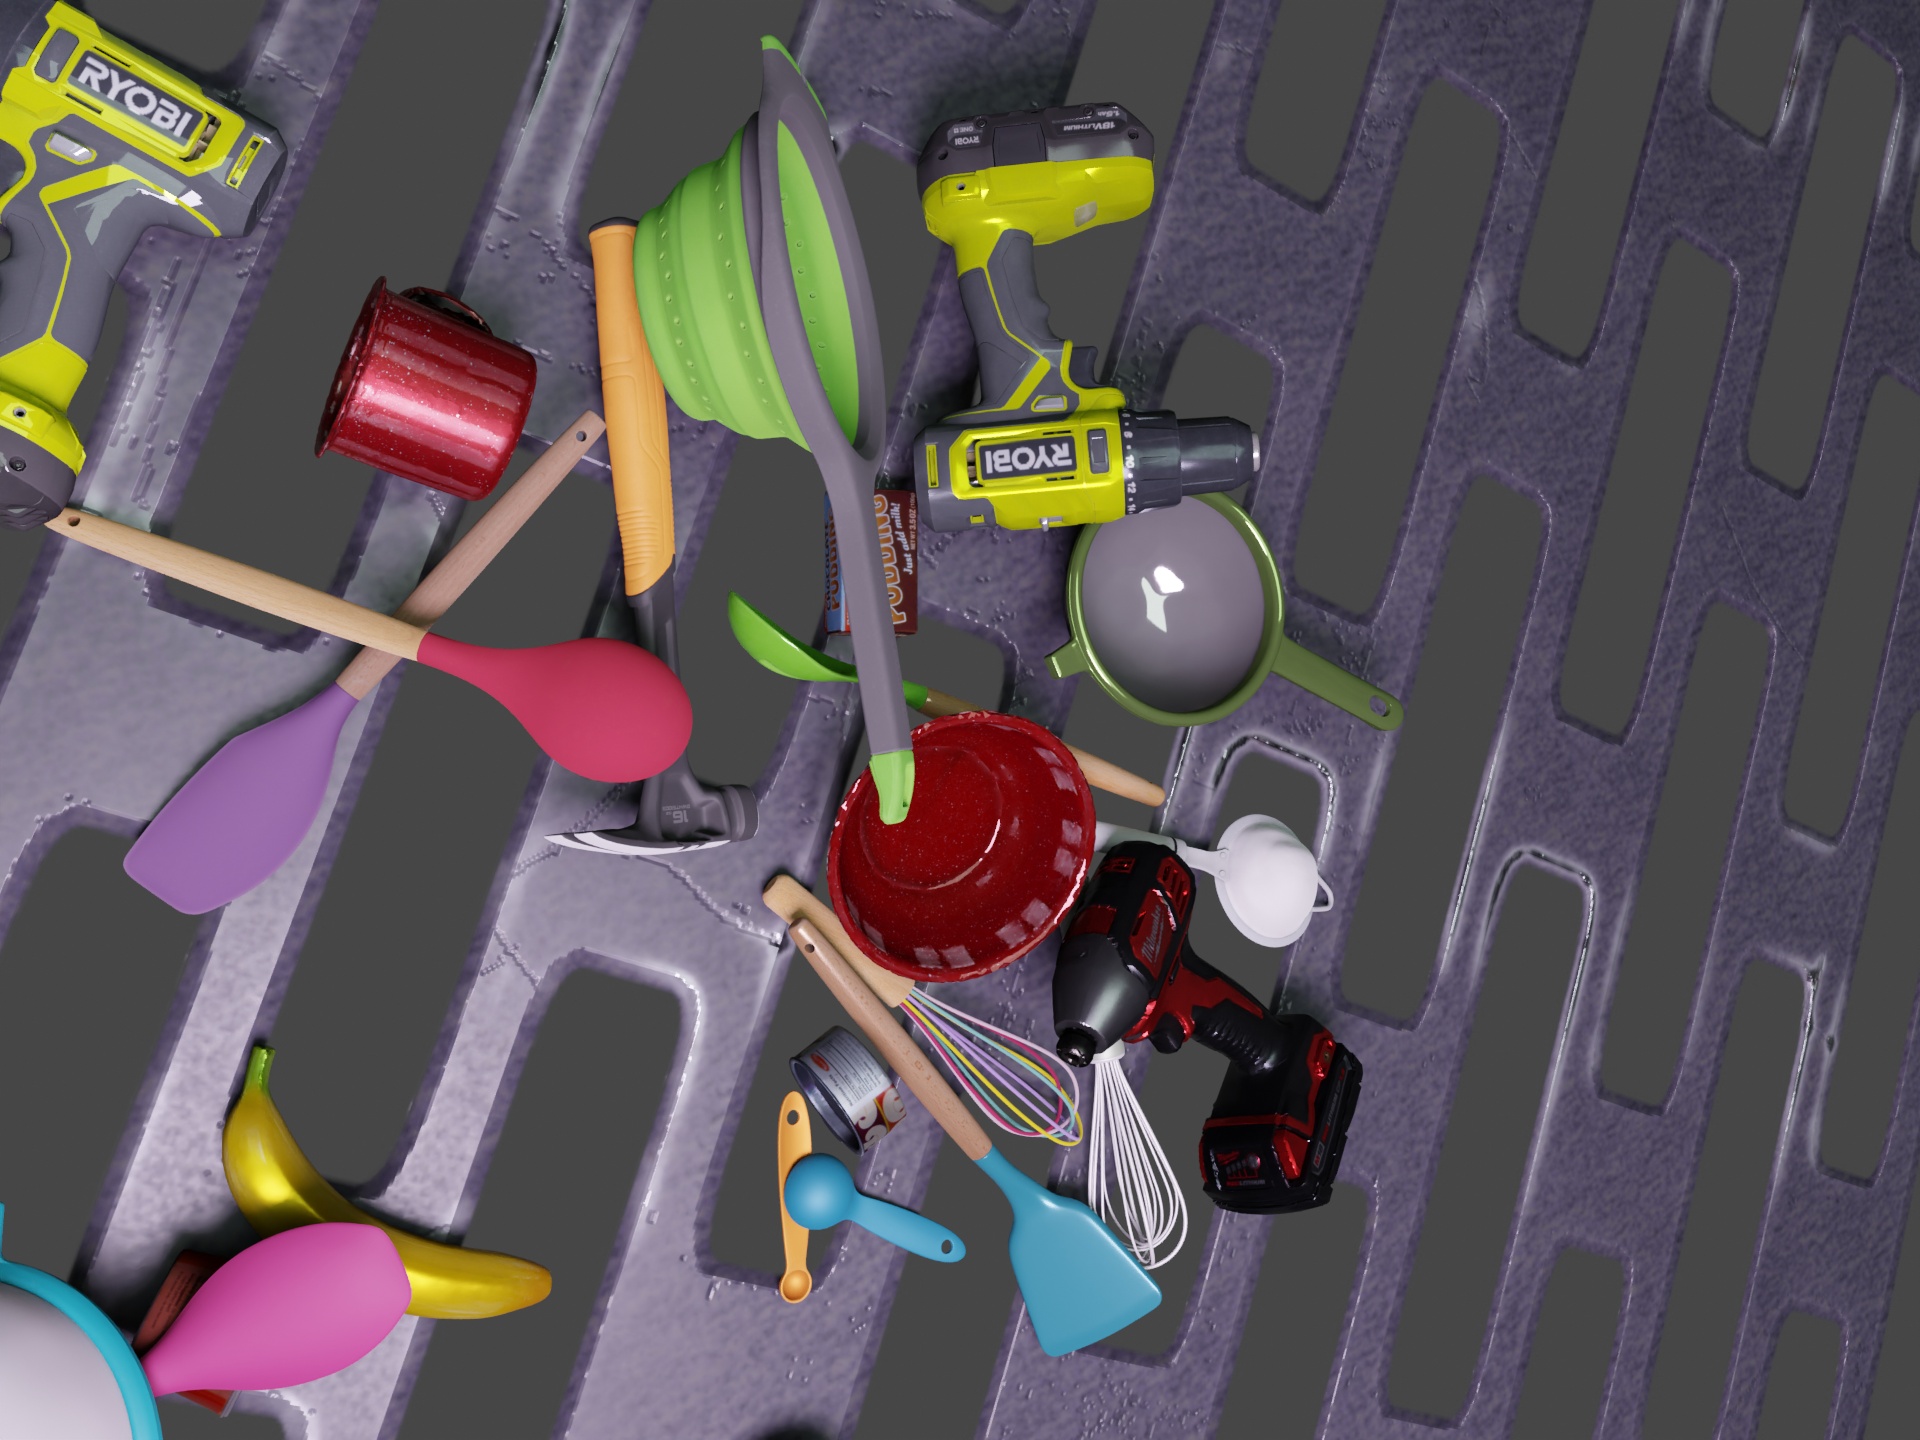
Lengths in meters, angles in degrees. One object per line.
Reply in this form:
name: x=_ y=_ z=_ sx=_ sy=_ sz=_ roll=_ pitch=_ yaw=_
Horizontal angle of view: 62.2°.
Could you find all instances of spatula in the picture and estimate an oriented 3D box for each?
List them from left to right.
spatula: x=-0.283 y=-0.033 z=0.786 sx=0.059 sy=0.018 sz=0.316 roll=42 pitch=83 yaw=-22
spatula: x=-0.001 y=0.234 z=0.909 sx=0.082 sy=0.044 sz=0.317 roll=-32 pitch=110 yaw=14

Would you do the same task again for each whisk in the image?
whisk: x=-0.018 y=0.169 z=0.922 sx=0.245 sy=0.051 sz=0.047 roll=41 pitch=52 yaw=-14
whisk: x=0.090 y=0.211 z=0.965 sx=0.059 sy=0.058 sz=0.246 roll=-11 pitch=89 yaw=5

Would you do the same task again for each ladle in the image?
ladle: x=-0.280 y=-0.045 z=0.757 sx=0.315 sy=0.031 sz=0.069 roll=19 pitch=76 yaw=-4

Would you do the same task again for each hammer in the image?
hammer: x=-0.171 y=-0.098 z=0.835 sx=0.127 sy=0.034 sz=0.337 roll=-1 pitch=85 yaw=-56

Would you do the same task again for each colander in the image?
colander: x=-0.096 y=-0.138 z=0.825 sx=0.094 sy=0.204 sz=0.397 roll=-9 pitch=87 yaw=10

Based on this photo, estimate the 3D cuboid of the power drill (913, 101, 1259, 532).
power drill: x=0.065 y=-0.222 z=0.903 sx=0.190 sy=0.080 sz=0.228 roll=-5 pitch=84 yaw=4

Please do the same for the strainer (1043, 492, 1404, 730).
strainer: x=0.162 y=-0.049 z=0.989 sx=0.256 sy=0.069 sz=0.151 roll=25 pitch=76 yaw=-23

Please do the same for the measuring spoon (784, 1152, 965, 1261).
measuring spoon: x=-0.043 y=0.285 z=0.908 sx=0.128 sy=0.021 sz=0.042 roll=32 pitch=69 yaw=-26

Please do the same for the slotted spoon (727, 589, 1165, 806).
slotted spoon: x=-0.001 y=-0.003 z=0.926 sx=0.313 sy=0.070 sz=0.031 roll=22 pitch=99 yaw=-28

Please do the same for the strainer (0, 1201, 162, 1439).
strainer: x=-0.399 y=0.365 z=0.614 sx=0.211 sy=0.095 sz=0.340 roll=-42 pitch=72 yaw=-13

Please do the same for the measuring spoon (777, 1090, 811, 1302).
measuring spoon: x=-0.095 y=0.268 z=0.897 sx=0.021 sy=0.011 sz=0.117 roll=2 pitch=85 yaw=-34

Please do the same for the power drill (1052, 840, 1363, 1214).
power drill: x=0.139 y=0.190 z=0.940 sx=0.219 sy=0.078 sz=0.143 roll=47 pitch=49 yaw=-22

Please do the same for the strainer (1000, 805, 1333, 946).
strainer: x=0.141 y=0.086 z=0.995 sx=0.258 sy=0.050 sz=0.087 roll=14 pitch=67 yaw=-21

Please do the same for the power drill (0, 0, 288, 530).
power drill: x=-0.434 y=-0.215 z=0.714 sx=0.171 sy=0.080 sz=0.223 roll=27 pitch=74 yaw=-21

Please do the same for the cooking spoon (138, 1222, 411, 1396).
cooking spoon: x=-0.397 y=0.309 z=0.700 sx=0.319 sy=0.017 sz=0.069 roll=-24 pitch=93 yaw=-6
